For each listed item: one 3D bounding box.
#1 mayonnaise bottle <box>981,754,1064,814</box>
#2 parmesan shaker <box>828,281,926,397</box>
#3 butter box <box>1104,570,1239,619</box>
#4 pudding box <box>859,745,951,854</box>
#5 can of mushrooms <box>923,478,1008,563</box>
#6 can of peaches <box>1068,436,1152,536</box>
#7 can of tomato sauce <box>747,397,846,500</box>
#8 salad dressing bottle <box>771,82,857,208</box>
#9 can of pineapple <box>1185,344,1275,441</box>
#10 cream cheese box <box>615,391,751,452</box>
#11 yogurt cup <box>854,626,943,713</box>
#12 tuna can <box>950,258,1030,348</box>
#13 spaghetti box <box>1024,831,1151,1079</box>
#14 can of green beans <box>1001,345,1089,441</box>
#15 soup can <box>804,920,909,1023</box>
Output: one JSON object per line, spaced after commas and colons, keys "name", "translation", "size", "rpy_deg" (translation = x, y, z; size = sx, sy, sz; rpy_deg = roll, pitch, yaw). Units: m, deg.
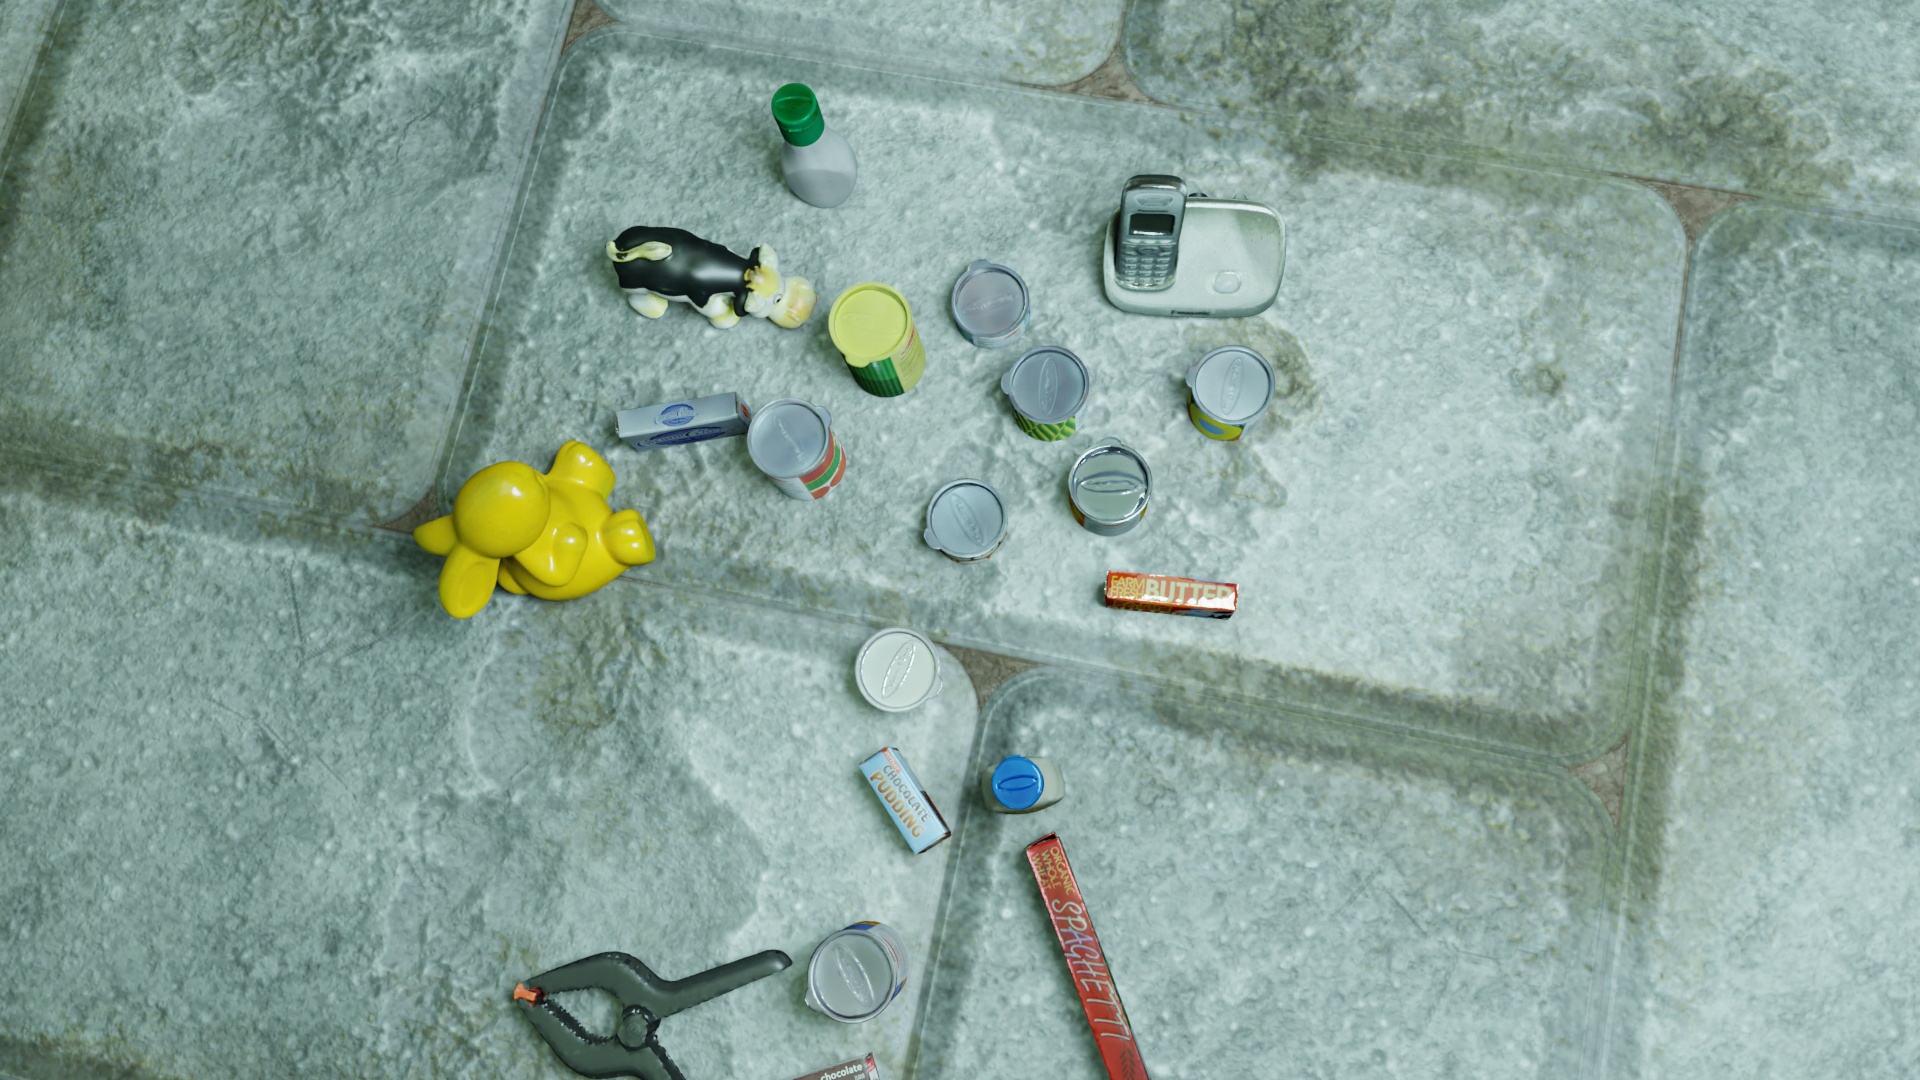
{"name": "mayonnaise bottle", "translation": [0.045, 0.182, 1.033], "size": [0.065, 0.148, 0.041], "rpy_deg": [-10, 78, 3]}
{"name": "parmesan shaker", "translation": [-0.068, -0.159, 1.137], "size": [0.071, 0.103, 0.071], "rpy_deg": [-1, 79, 5]}
{"name": "butter box", "translation": [0.166, 0.044, 1.101], "size": [0.103, 0.053, 0.024], "rpy_deg": [6, 79, 6]}
{"name": "pudding box", "translation": [-0.042, 0.203, 1.086], "size": [0.030, 0.049, 0.084], "rpy_deg": [-34, 78, -2]}
{"name": "can of mushrooms", "translation": [0.004, -0.014, 1.136], "size": [0.071, 0.033, 0.071], "rpy_deg": [-1, 78, 4]}
{"name": "can of peaches", "translation": [0.120, -0.042, 1.120], "size": [0.071, 0.058, 0.071], "rpy_deg": [-1, 78, 4]}
{"name": "can of tomato sauce", "translation": [-0.131, -0.074, 1.134], "size": [0.071, 0.083, 0.071], "rpy_deg": [-1, 79, 5]}
{"name": "salad dressing bottle", "translation": [-0.124, -0.326, 1.153], "size": [0.064, 0.147, 0.044], "rpy_deg": [-1, 79, 5]}
{"name": "can of pineapple", "translation": [0.217, -0.120, 1.129], "size": [0.071, 0.057, 0.071], "rpy_deg": [-1, 78, 4]}
{"name": "cream cheese box", "translation": [-0.230, -0.099, 1.162], "size": [0.104, 0.053, 0.024], "rpy_deg": [-9, 78, 3]}
{"name": "yogurt cup", "translation": [-0.047, 0.105, 1.105], "size": [0.072, 0.054, 0.072], "rpy_deg": [-1, 78, 4]}
{"name": "tuna can", "translation": [0.025, -0.199, 1.173], "size": [0.071, 0.032, 0.071], "rpy_deg": [-1, 78, 4]}
{"name": "spaghetti box", "translation": [0.105, 0.342, 1.045], "size": [0.029, 0.050, 0.250], "rpy_deg": [-21, 77, 0]}
{"name": "can of green beans", "translation": [0.073, -0.120, 1.140], "size": [0.071, 0.057, 0.071], "rpy_deg": [-1, 78, 4]}
{"name": "soup can", "translation": [-0.078, 0.324, 1.046], "size": [0.071, 0.083, 0.071], "rpy_deg": [-1, 79, 5]}
